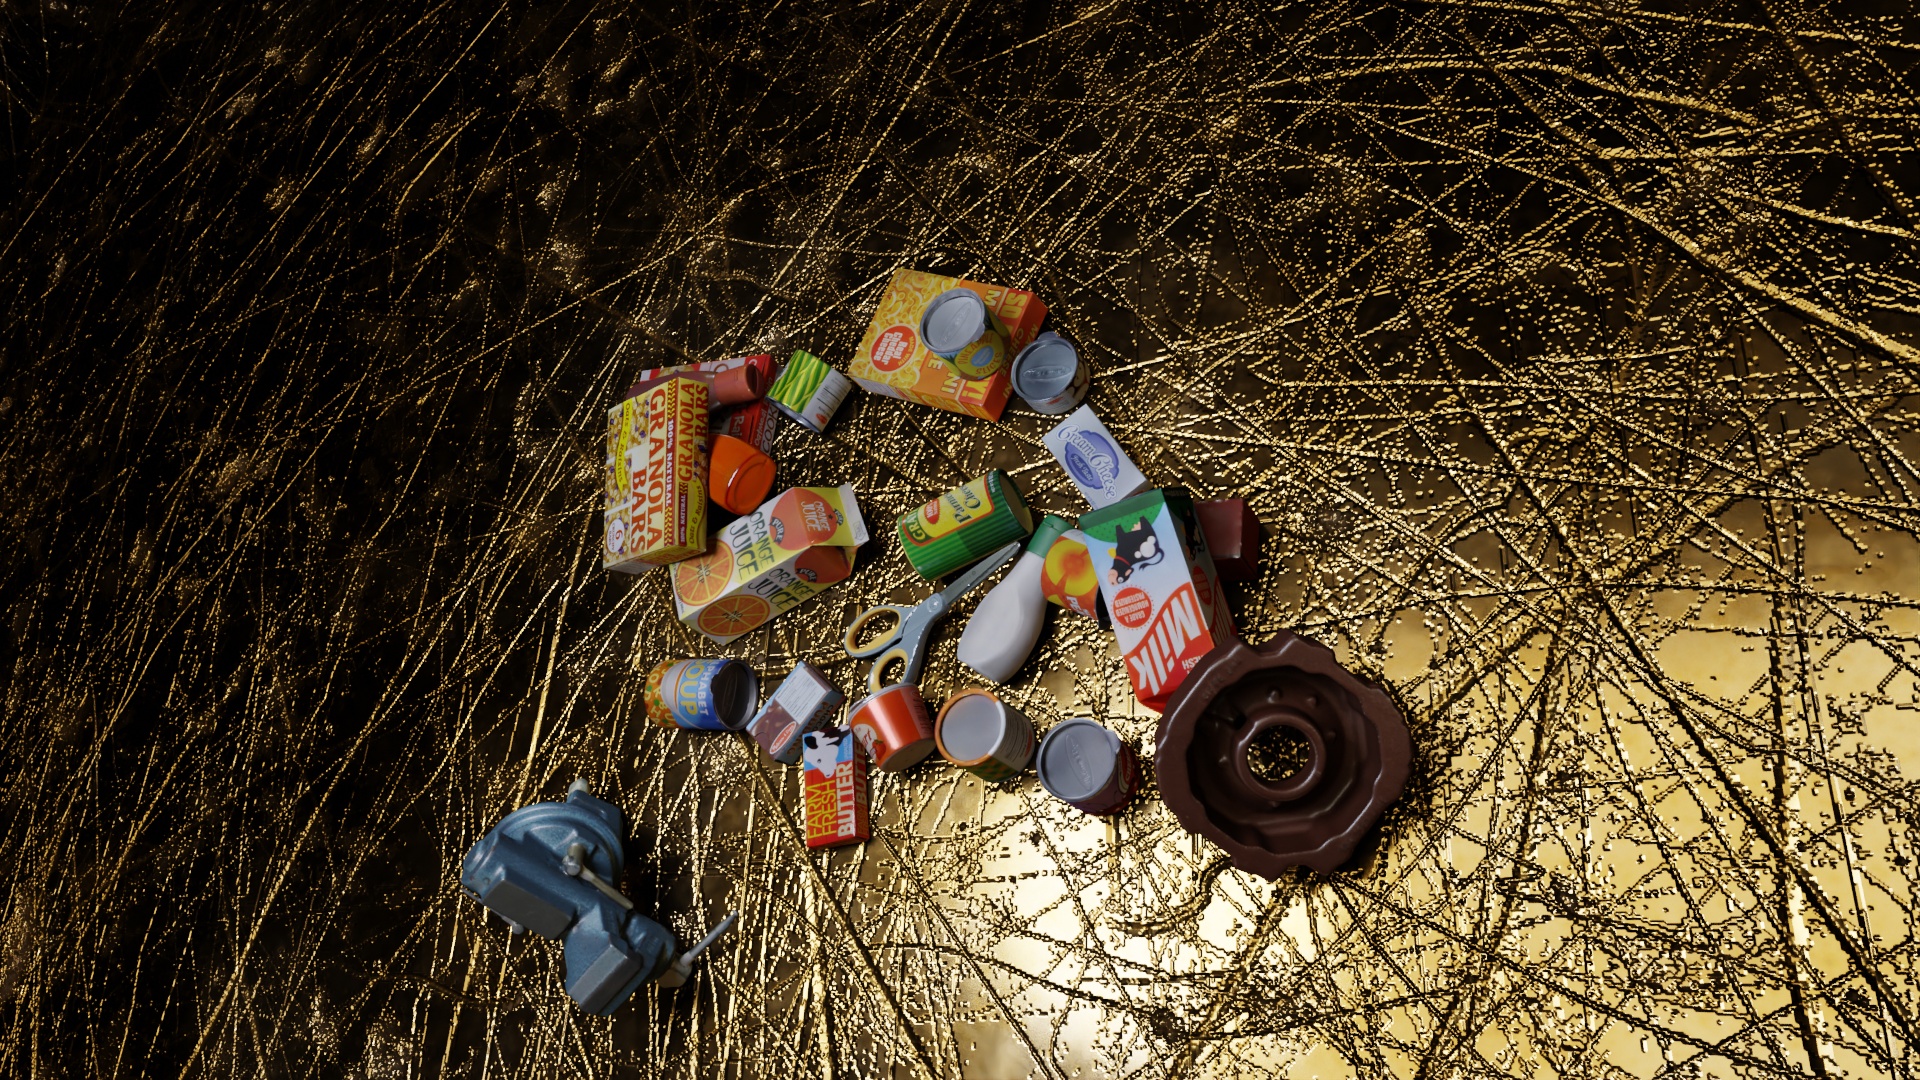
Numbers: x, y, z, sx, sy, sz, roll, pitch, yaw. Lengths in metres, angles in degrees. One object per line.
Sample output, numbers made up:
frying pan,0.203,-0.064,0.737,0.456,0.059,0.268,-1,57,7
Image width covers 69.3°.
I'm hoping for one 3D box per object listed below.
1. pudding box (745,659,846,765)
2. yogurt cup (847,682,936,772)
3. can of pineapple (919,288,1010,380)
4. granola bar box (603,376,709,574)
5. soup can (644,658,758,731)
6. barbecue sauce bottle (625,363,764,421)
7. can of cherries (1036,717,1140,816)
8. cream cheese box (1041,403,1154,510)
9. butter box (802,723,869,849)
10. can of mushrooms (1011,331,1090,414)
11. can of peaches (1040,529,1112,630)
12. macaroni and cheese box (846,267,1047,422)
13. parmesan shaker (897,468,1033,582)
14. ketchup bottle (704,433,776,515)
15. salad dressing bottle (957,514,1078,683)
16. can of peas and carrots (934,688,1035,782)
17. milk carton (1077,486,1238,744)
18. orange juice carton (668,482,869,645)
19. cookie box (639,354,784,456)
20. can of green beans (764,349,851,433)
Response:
pudding box,-0.150,0.156,1.260,0.050,0.030,0.083,39,90,35
yogurt cup,-0.055,0.162,1.186,0.072,0.072,0.054,-35,64,11
can of pineapple,0.006,-0.185,1.262,0.071,0.057,0.071,-12,64,25
granola bar box,-0.292,-0.060,1.327,0.124,0.039,0.166,-16,70,43
soup can,-0.243,0.142,1.293,0.083,0.071,0.071,-3,67,28
barbecue sauce bottle,-0.269,-0.143,1.405,0.148,0.043,0.065,-13,64,24
can of cherries,0.104,0.178,1.093,0.071,0.058,0.072,-12,62,24
cream cheese box,0.120,-0.067,1.217,0.053,0.024,0.104,-39,55,7
butter box,-0.110,0.216,1.215,0.053,0.024,0.104,-17,61,22
can of mushrooms,0.083,-0.152,1.270,0.071,0.033,0.071,-12,63,25
can of peaches,0.107,0.032,1.153,0.058,0.071,0.071,22,80,35
macaroni and cheese box,-0.013,-0.190,1.337,0.166,0.040,0.124,17,78,34
parmesan shaker,0.004,-0.015,1.233,0.103,0.071,0.071,-26,58,16
ketchup bottle,-0.235,-0.075,1.338,0.149,0.043,0.065,29,86,49
salad dressing bottle,0.053,0.049,1.189,0.064,0.044,0.148,23,79,48
can of peas and carrots,0.018,0.161,1.148,0.071,0.058,0.071,-12,63,24
milk carton,0.162,0.059,1.066,0.073,0.072,0.190,-20,84,26
orange juice carton,-0.175,0.017,1.311,0.192,0.073,0.072,-29,55,14
cookie box,-0.269,-0.124,1.448,0.167,0.040,0.123,-3,67,28
can of green beans,-0.150,-0.148,1.377,0.071,0.071,0.058,29,84,35
